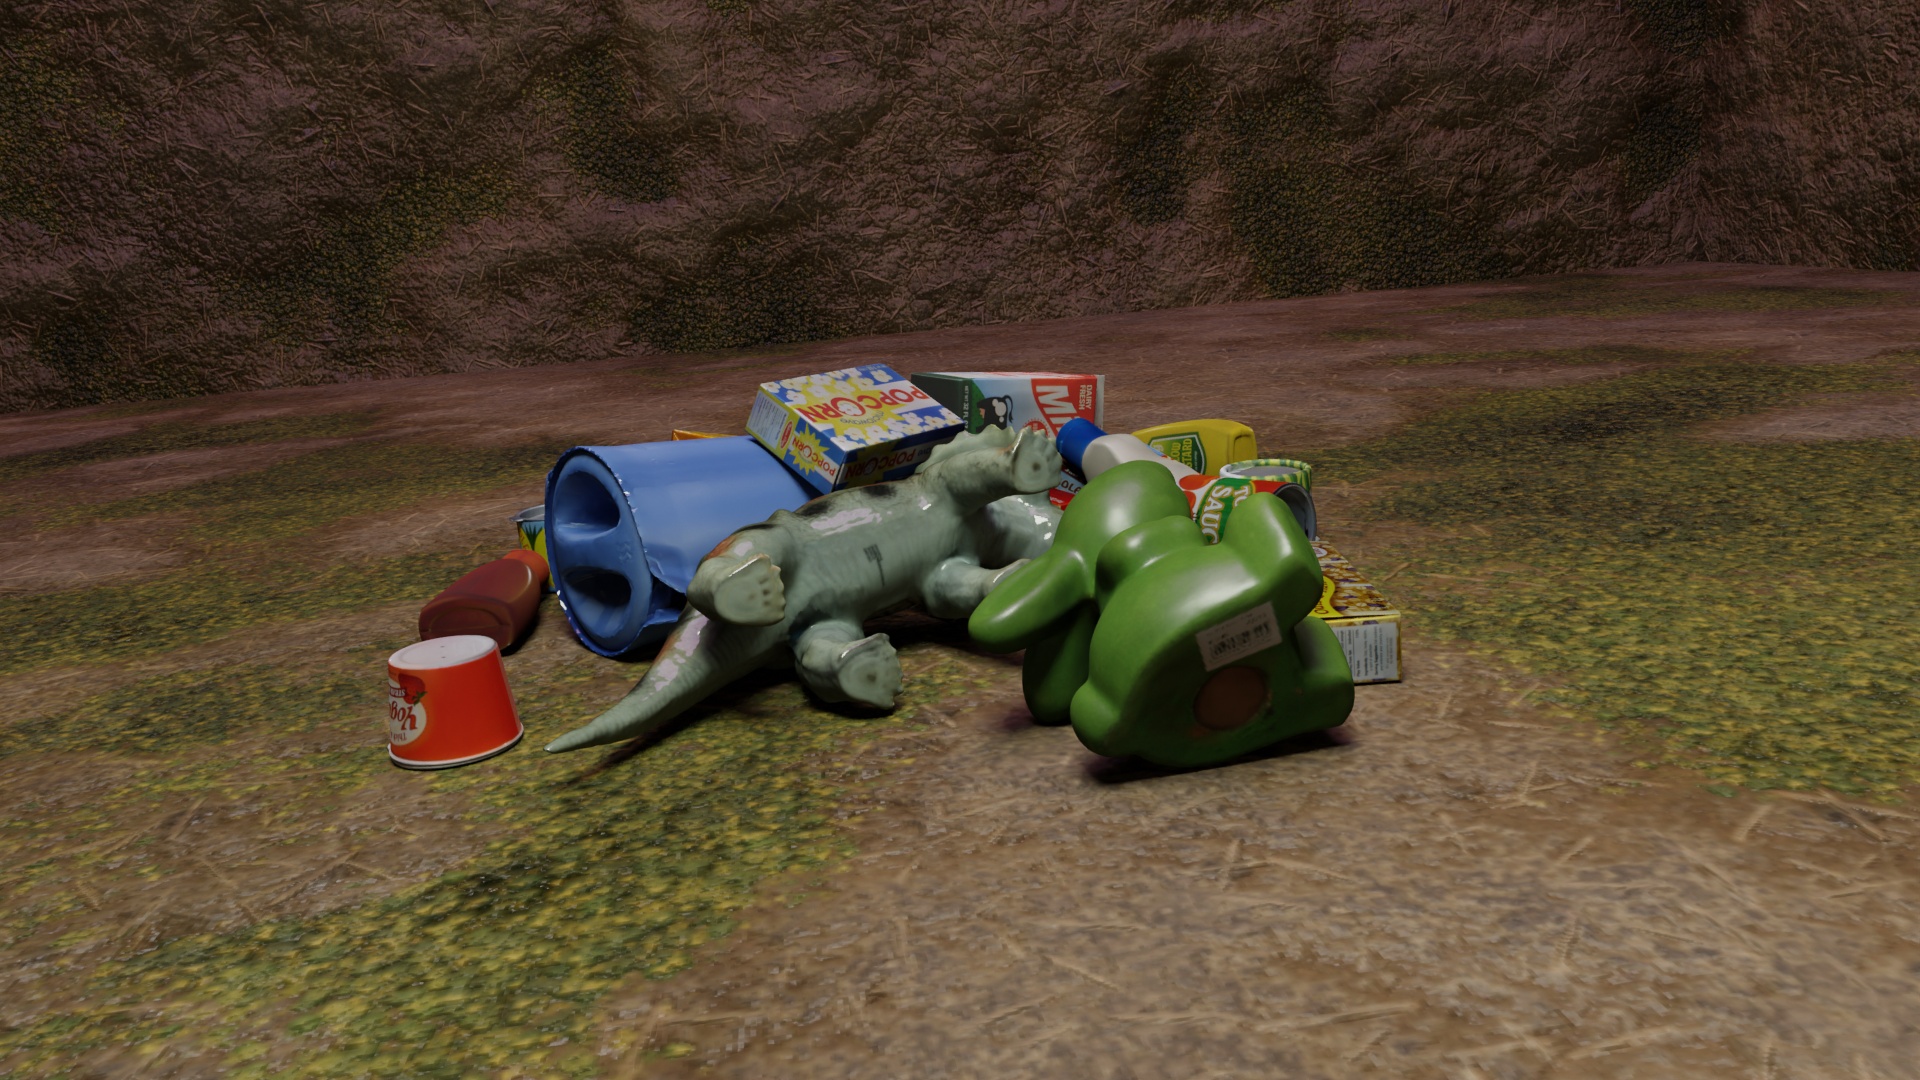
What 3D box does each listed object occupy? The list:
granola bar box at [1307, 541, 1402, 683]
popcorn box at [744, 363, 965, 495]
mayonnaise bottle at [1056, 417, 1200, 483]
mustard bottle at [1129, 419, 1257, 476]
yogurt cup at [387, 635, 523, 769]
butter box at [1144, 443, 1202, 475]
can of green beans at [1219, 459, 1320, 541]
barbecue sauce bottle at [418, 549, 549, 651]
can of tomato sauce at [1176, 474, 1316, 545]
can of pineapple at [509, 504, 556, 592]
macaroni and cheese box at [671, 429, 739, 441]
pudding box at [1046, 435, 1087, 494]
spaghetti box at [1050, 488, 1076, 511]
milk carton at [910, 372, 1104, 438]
[{"bbox_3d":[0.170,0.040,0.801,0.124,0.039,0.166,-4,13,2],"label":"granola bar box"},{"bbox_3d":[-0.069,-0.077,0.937,0.085,0.038,0.127,38,33,25],"label":"popcorn box"},{"bbox_3d":[0.127,-0.048,1.046,0.041,0.064,0.148,-15,35,-27],"label":"mayonnaise bottle"},{"bbox_3d":[0.182,-0.072,1.214,0.049,0.065,0.160,-10,8,-42],"label":"mustard bottle"},{"bbox_3d":[-0.270,0.083,0.735,0.072,0.053,0.072,-3,14,1],"label":"yogurt cup"},{"bbox_3d":[0.162,-0.047,1.107,0.103,0.024,0.053,33,29,25],"label":"butter box"},{"bbox_3d":[0.223,-0.025,1.010,0.071,0.057,0.071,-4,14,1],"label":"can of green beans"},{"bbox_3d":[-0.318,0.039,0.955,0.065,0.043,0.149,-5,13,-2],"label":"barbecue sauce bottle"},{"bbox_3d":[0.186,-0.010,0.941,0.071,0.071,0.083,-16,17,-41],"label":"can of tomato sauce"},{"bbox_3d":[-0.305,0.004,1.063,0.071,0.057,0.071,-4,13,1],"label":"can of pineapple"},{"bbox_3d":[-0.156,-0.067,1.234,0.124,0.040,0.167,13,7,31],"label":"macaroni and cheese box"},{"bbox_3d":[0.087,-0.048,1.116,0.084,0.030,0.050,32,26,2],"label":"pudding box"},{"bbox_3d":[0.031,-0.026,1.092,0.029,0.050,0.250,-9,14,-24],"label":"spaghetti box"},{"bbox_3d":[0.053,-0.108,1.203,0.191,0.072,0.073,-6,13,-37],"label":"milk carton"}]
